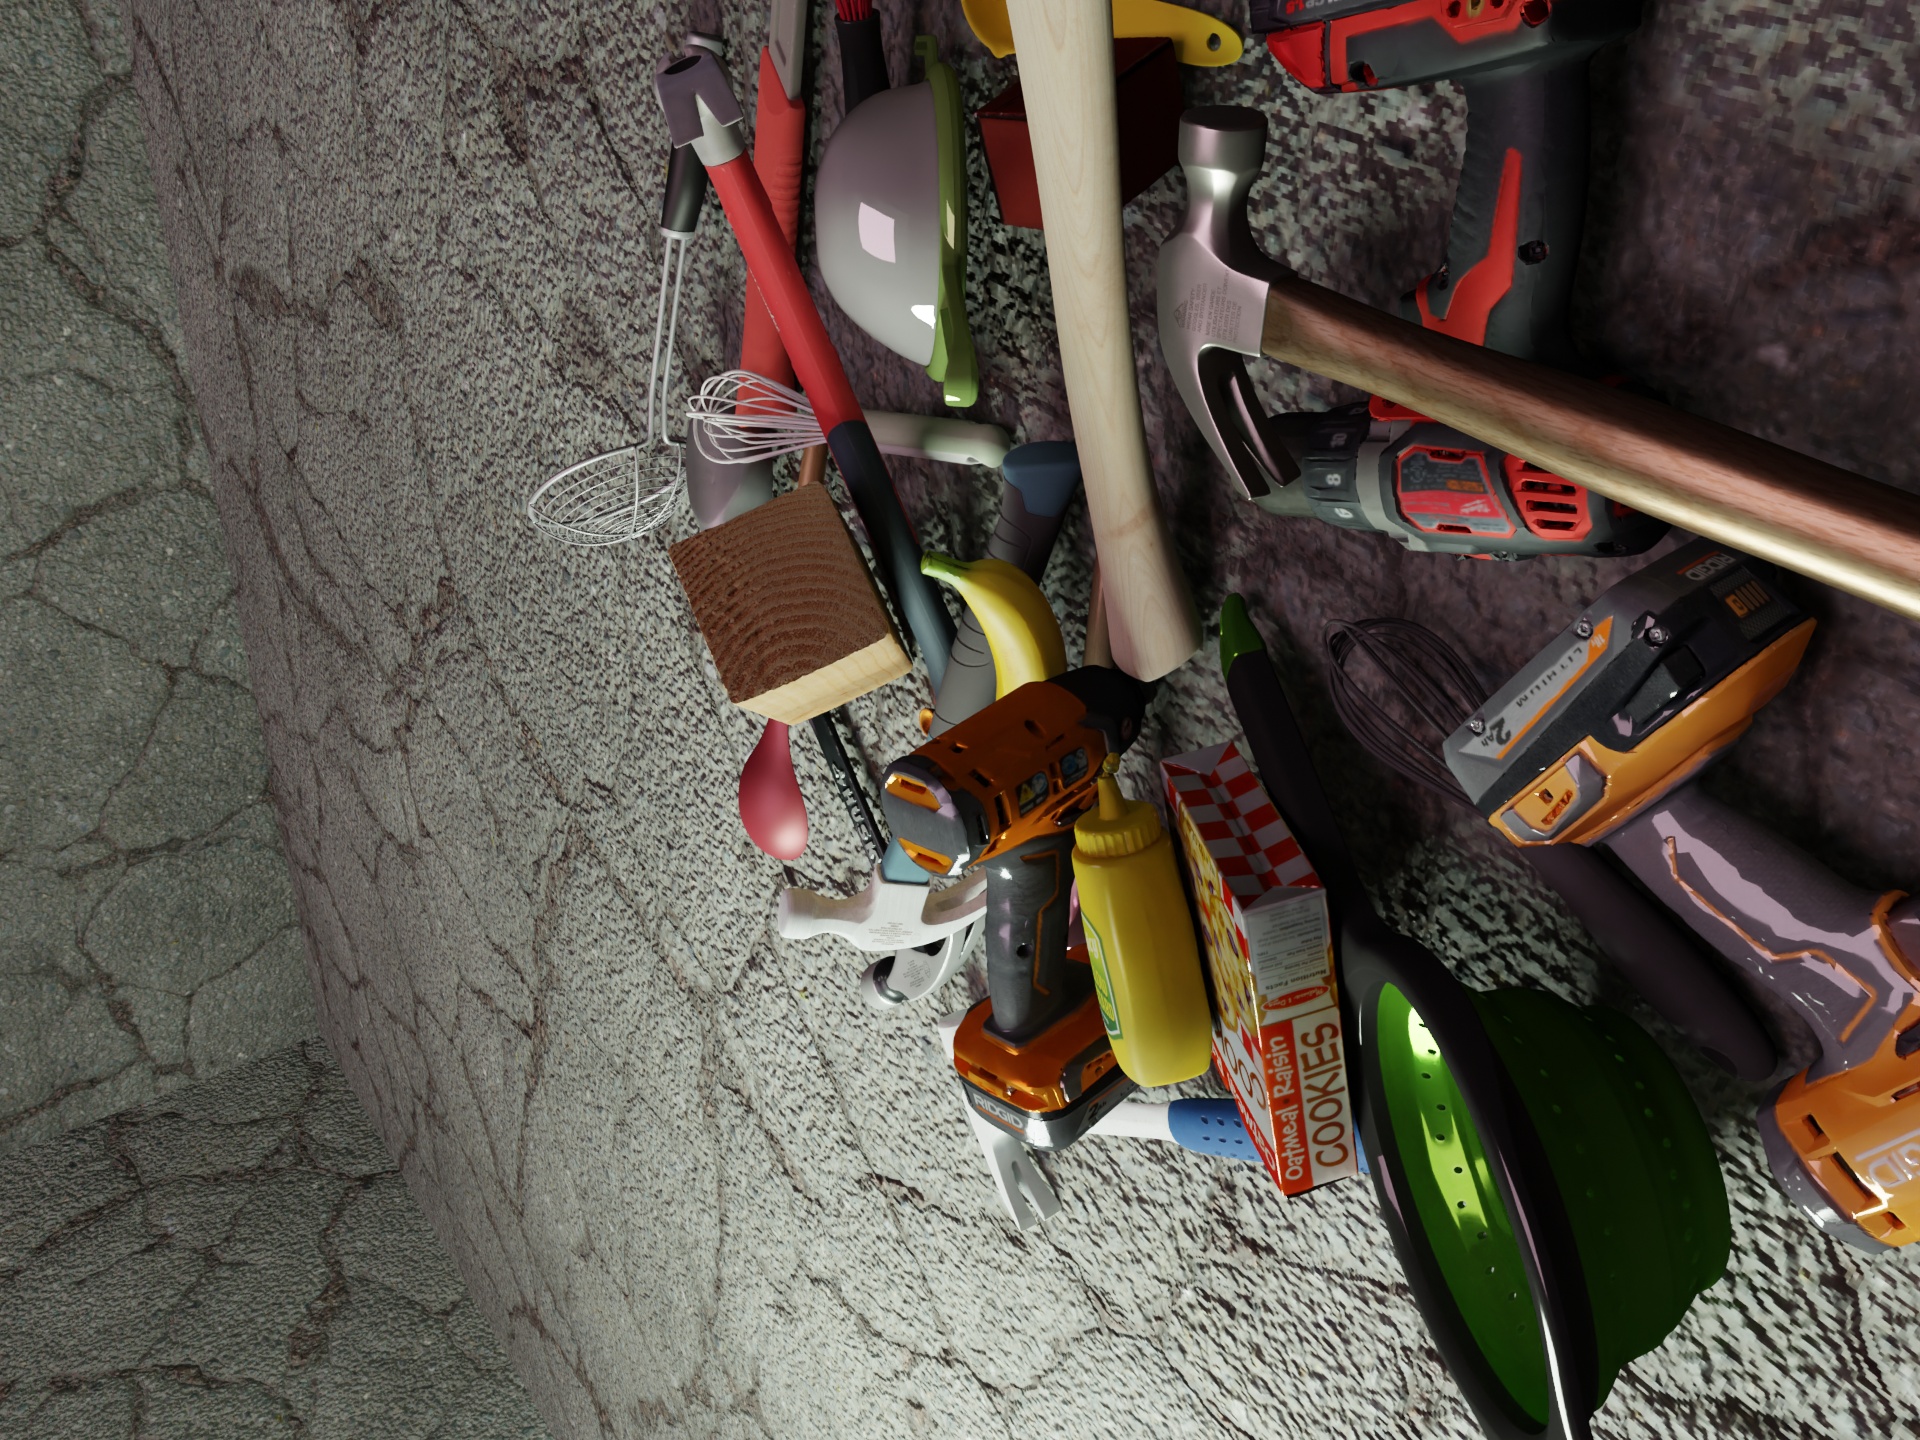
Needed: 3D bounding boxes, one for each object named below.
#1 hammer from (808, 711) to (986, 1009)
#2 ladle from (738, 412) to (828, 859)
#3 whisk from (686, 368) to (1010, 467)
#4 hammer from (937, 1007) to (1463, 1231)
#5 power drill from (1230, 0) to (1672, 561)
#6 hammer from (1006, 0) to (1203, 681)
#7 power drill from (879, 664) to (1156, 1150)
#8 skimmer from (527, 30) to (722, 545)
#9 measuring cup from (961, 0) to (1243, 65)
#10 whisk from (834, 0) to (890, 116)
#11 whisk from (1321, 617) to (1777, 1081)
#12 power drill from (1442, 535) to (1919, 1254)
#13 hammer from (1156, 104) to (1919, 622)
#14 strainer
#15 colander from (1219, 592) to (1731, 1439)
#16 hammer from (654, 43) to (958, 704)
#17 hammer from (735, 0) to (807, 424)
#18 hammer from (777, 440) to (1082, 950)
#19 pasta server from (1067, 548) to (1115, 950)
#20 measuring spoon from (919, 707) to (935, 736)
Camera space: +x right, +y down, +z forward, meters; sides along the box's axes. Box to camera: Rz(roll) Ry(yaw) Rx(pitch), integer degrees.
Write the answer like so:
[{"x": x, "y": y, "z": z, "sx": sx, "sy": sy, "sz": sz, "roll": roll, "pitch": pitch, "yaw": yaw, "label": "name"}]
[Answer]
[{"x": -0.096, "y": -0.005, "z": 1.085, "sx": 0.149, "sy": 0.036, "sz": 0.409, "roll": -35, "pitch": 77, "yaw": 55, "label": "hammer"}, {"x": -0.110, "y": -0.052, "z": 1.039, "sx": 0.069, "sy": 0.031, "sz": 0.315, "roll": 24, "pitch": 113, "yaw": 38, "label": "ladle"}, {"x": -0.071, "y": -0.169, "z": 0.923, "sx": 0.246, "sy": 0.057, "sz": 0.059, "roll": 14, "pitch": 92, "yaw": 38, "label": "whisk"}, {"x": 0.119, "y": 0.230, "z": 0.889, "sx": 0.405, "sy": 0.035, "sz": 0.144, "roll": -18, "pitch": 91, "yaw": 57, "label": "hammer"}, {"x": 0.165, "y": -0.171, "z": 0.582, "sx": 0.188, "sy": 0.080, "sz": 0.226, "roll": 14, "pitch": 121, "yaw": 52, "label": "power drill"}, {"x": 0.047, "y": -0.180, "z": 0.664, "sx": 0.146, "sy": 0.038, "sz": 0.410, "roll": 22, "pitch": 143, "yaw": 33, "label": "hammer"}, {"x": 0.053, "y": 0.086, "z": 0.813, "sx": 0.084, "sy": 0.164, "sz": 0.226, "roll": 17, "pitch": 129, "yaw": 45, "label": "power drill"}, {"x": -0.217, "y": -0.278, "z": 1.071, "sx": 0.090, "sy": 0.127, "sz": 0.363, "roll": 35, "pitch": 124, "yaw": 33, "label": "skimmer"}, {"x": 0.066, "y": -0.316, "z": 0.705, "sx": 0.157, "sy": 0.029, "sz": 0.062, "roll": 30, "pitch": 134, "yaw": 30, "label": "measuring cup"}, {"x": -0.055, "y": -0.371, "z": 0.790, "sx": 0.073, "sy": 0.073, "sz": 0.295, "roll": 37, "pitch": 147, "yaw": 40, "label": "whisk"}, {"x": 0.227, "y": 0.045, "z": 0.629, "sx": 0.239, "sy": 0.055, "sz": 0.055, "roll": 51, "pitch": 143, "yaw": 20, "label": "whisk"}, {"x": 0.287, "y": 0.046, "z": 0.510, "sx": 0.226, "sy": 0.084, "sz": 0.185, "roll": 54, "pitch": 144, "yaw": 17, "label": "power drill"}, {"x": 0.189, "y": -0.092, "z": 0.504, "sx": 0.332, "sy": 0.031, "sz": 0.130, "roll": 35, "pitch": 138, "yaw": 38, "label": "hammer"}, {"x": -0.033, "y": -0.212, "z": 0.743, "sx": 0.257, "sy": 0.069, "sz": 0.151, "roll": -97, "pitch": 9, "yaw": -52, "label": "strainer"}, {"x": 0.207, "y": 0.105, "z": 0.654, "sx": 0.204, "sy": 0.094, "sz": 0.397, "roll": 80, "pitch": 175, "yaw": -61, "label": "colander"}, {"x": -0.057, "y": -0.144, "z": 0.817, "sx": 0.143, "sy": 0.038, "sz": 0.385, "roll": -112, "pitch": -2, "yaw": -58, "label": "hammer"}, {"x": -0.111, "y": -0.342, "z": 0.932, "sx": 0.149, "sy": 0.036, "sz": 0.358, "roll": 43, "pitch": 138, "yaw": 36, "label": "hammer"}, {"x": -0.001, "y": -0.003, "z": 0.881, "sx": 0.033, "sy": 0.128, "sz": 0.330, "roll": -112, "pitch": 35, "yaw": -53, "label": "hammer"}, {"x": 0.061, "y": 0.040, "z": 0.874, "sx": 0.060, "sy": 0.040, "sz": 0.316, "roll": -109, "pitch": 19, "yaw": -59, "label": "pasta server"}, {"x": 0.015, "y": 0.009, "z": 0.955, "sx": 0.117, "sy": 0.011, "sz": 0.021, "roll": 15, "pitch": 119, "yaw": 48, "label": "measuring spoon"}]
